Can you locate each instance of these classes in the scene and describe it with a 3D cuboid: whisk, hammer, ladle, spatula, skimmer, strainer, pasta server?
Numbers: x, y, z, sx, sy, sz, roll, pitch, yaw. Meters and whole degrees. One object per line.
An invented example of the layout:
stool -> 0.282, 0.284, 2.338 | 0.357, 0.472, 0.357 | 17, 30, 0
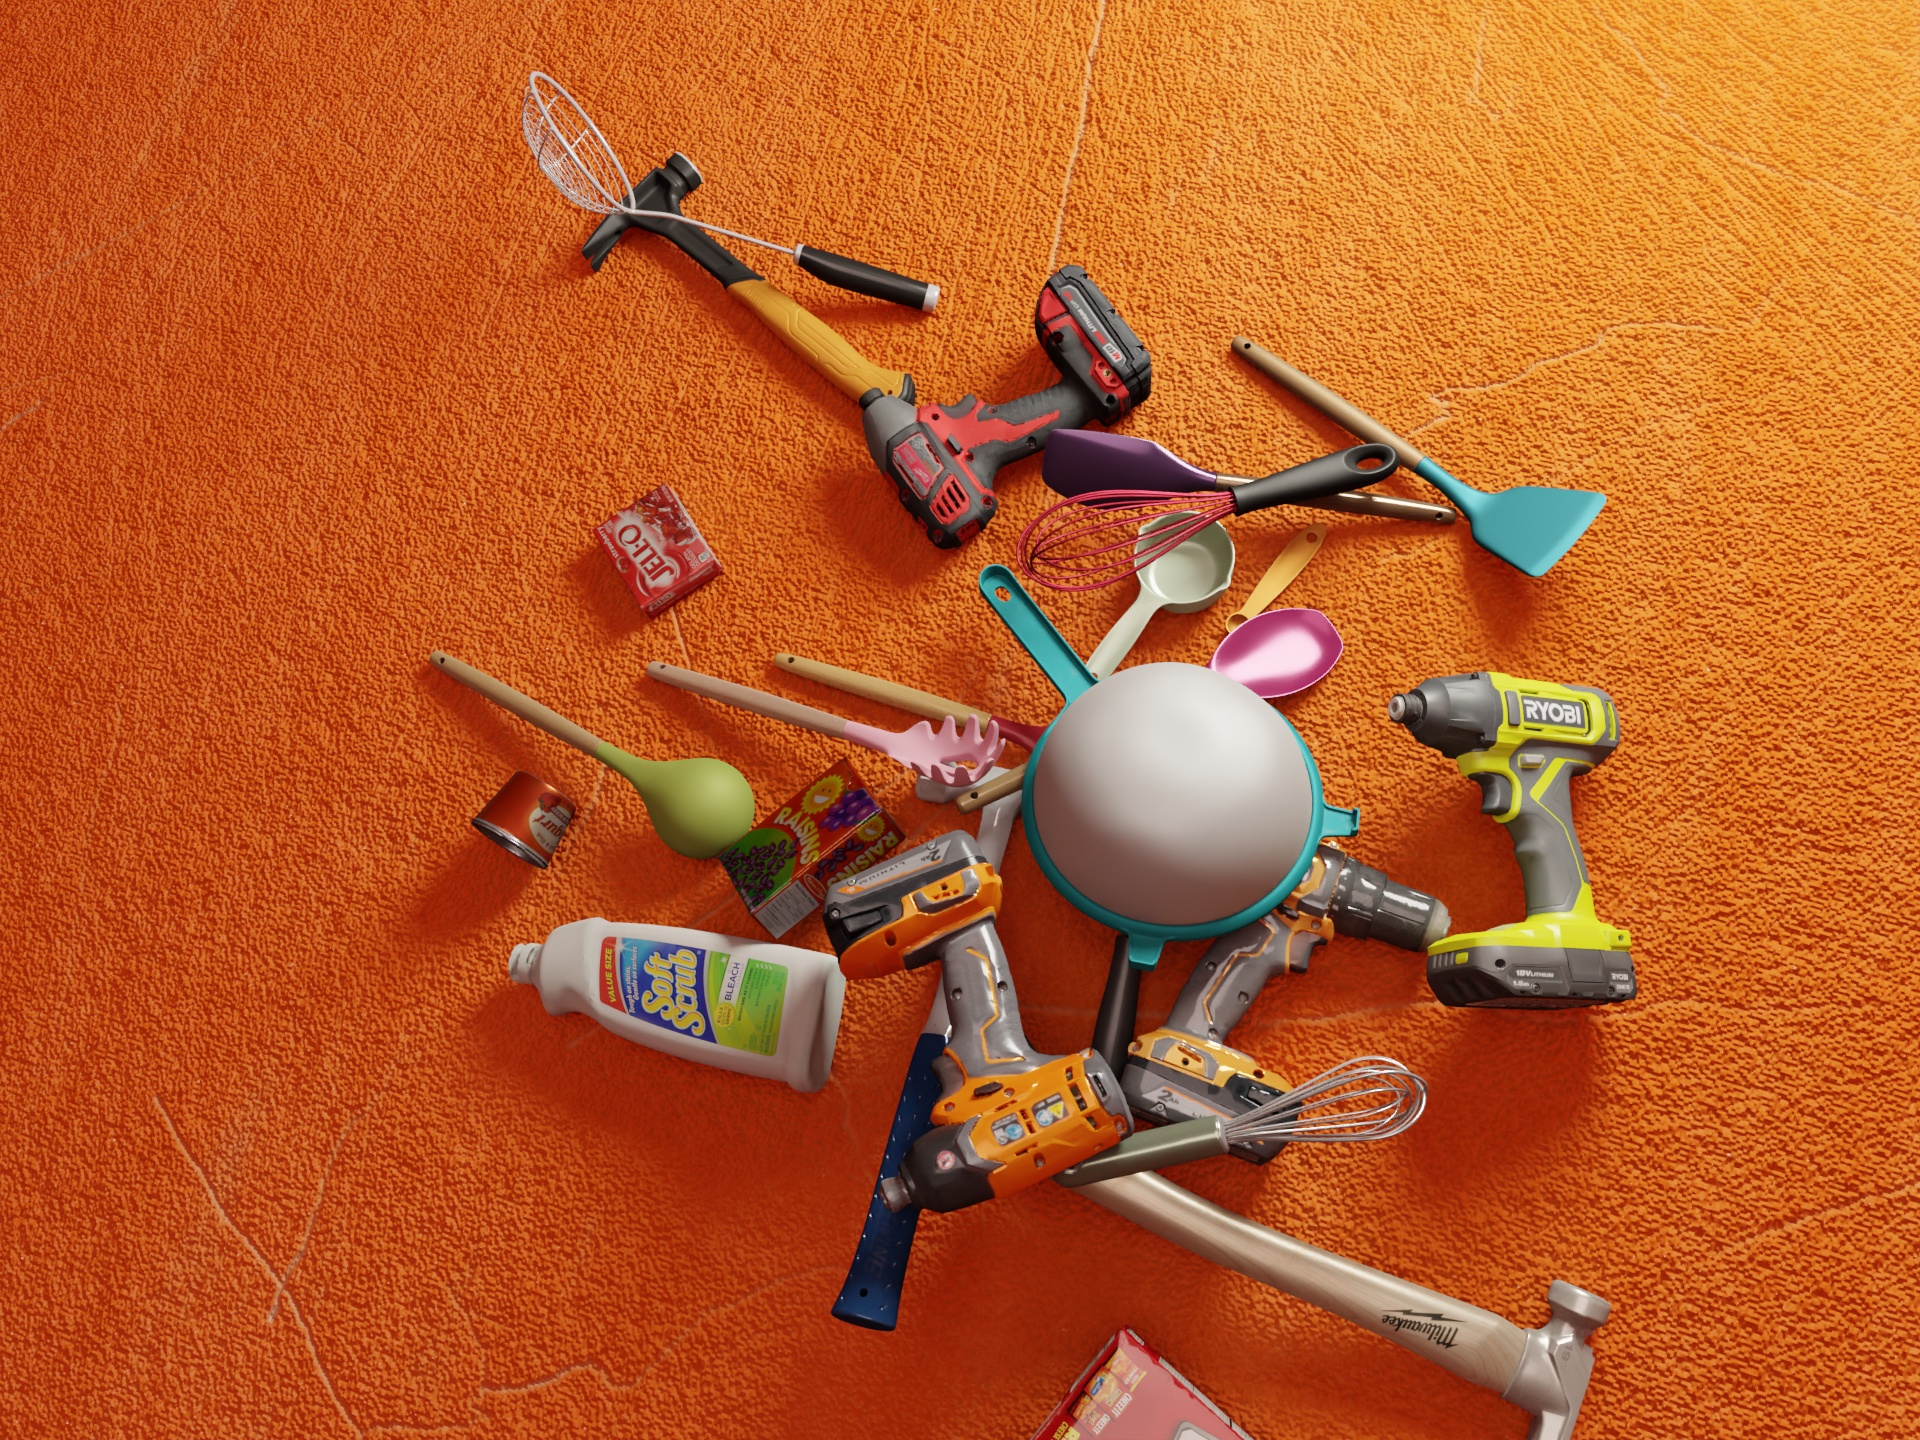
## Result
whisk -> 0.175, 0.262, 1.012 | 0.246, 0.059, 0.058 | -16, 43, 13
whisk -> 0.184, -0.156, 1.180 | 0.296, 0.073, 0.073 | -16, 71, -2
hammer -> -0.006, 0.210, 1.097 | 0.144, 0.035, 0.406 | 10, 60, 11
ladle -> -0.299, 0.017, 1.261 | 0.320, 0.062, 0.078 | 26, 81, 23
hammer -> -0.171, -0.351, 1.349 | 0.337, 0.034, 0.127 | 41, 82, 18
whisk -> 0.121, 0.158, 1.141 | 0.055, 0.055, 0.239 | 10, 80, 12
spatula -> 0.219, -0.176, 1.213 | 0.316, 0.018, 0.059 | 8, 113, 2
skimmer -> -0.184, -0.430, 1.306 | 0.363, 0.127, 0.090 | 17, 110, -4
ladle -> -0.002, -0.004, 1.218 | 0.315, 0.031, 0.069 | 17, 63, 16
strainer -> 0.110, -0.009, 1.111 | 0.211, 0.095, 0.341 | -31, 63, -12
hammer -> 0.203, 0.362, 1.042 | 0.410, 0.038, 0.146 | 23, 79, 8
spatula -> 0.331, -0.215, 1.210 | 0.318, 0.044, 0.082 | 40, 83, 23
pasta server -> -0.110, -0.006, 1.211 | 0.316, 0.040, 0.060 | 17, 46, 23

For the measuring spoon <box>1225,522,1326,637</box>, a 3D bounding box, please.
measuring spoon -> 0.243, -0.108, 1.219 | 0.021, 0.011, 0.117 | 39, 79, 12

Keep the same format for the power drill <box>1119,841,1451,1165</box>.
power drill -> 0.221, 0.187, 1.097 | 0.185, 0.084, 0.226 | 19, 73, 13

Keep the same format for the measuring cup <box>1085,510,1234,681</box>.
measuring cup -> 0.144, -0.083, 1.213 | 0.083, 0.038, 0.167 | 36, 84, 18

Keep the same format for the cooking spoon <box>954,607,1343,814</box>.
cooking spoon -> 0.140, -0.004, 1.173 | 0.319, 0.017, 0.069 | -25, 68, -10

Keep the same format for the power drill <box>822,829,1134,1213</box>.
power drill -> -0.009, 0.202, 1.037 | 0.164, 0.084, 0.227 | -24, 63, -9

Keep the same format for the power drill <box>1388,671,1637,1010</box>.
power drill -> 0.372, 0.079, 1.078 | 0.171, 0.080, 0.223 | 6, 72, -20

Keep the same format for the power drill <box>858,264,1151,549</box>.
power drill -> 0.031, -0.251, 1.257 | 0.219, 0.078, 0.143 | -36, 81, 1
